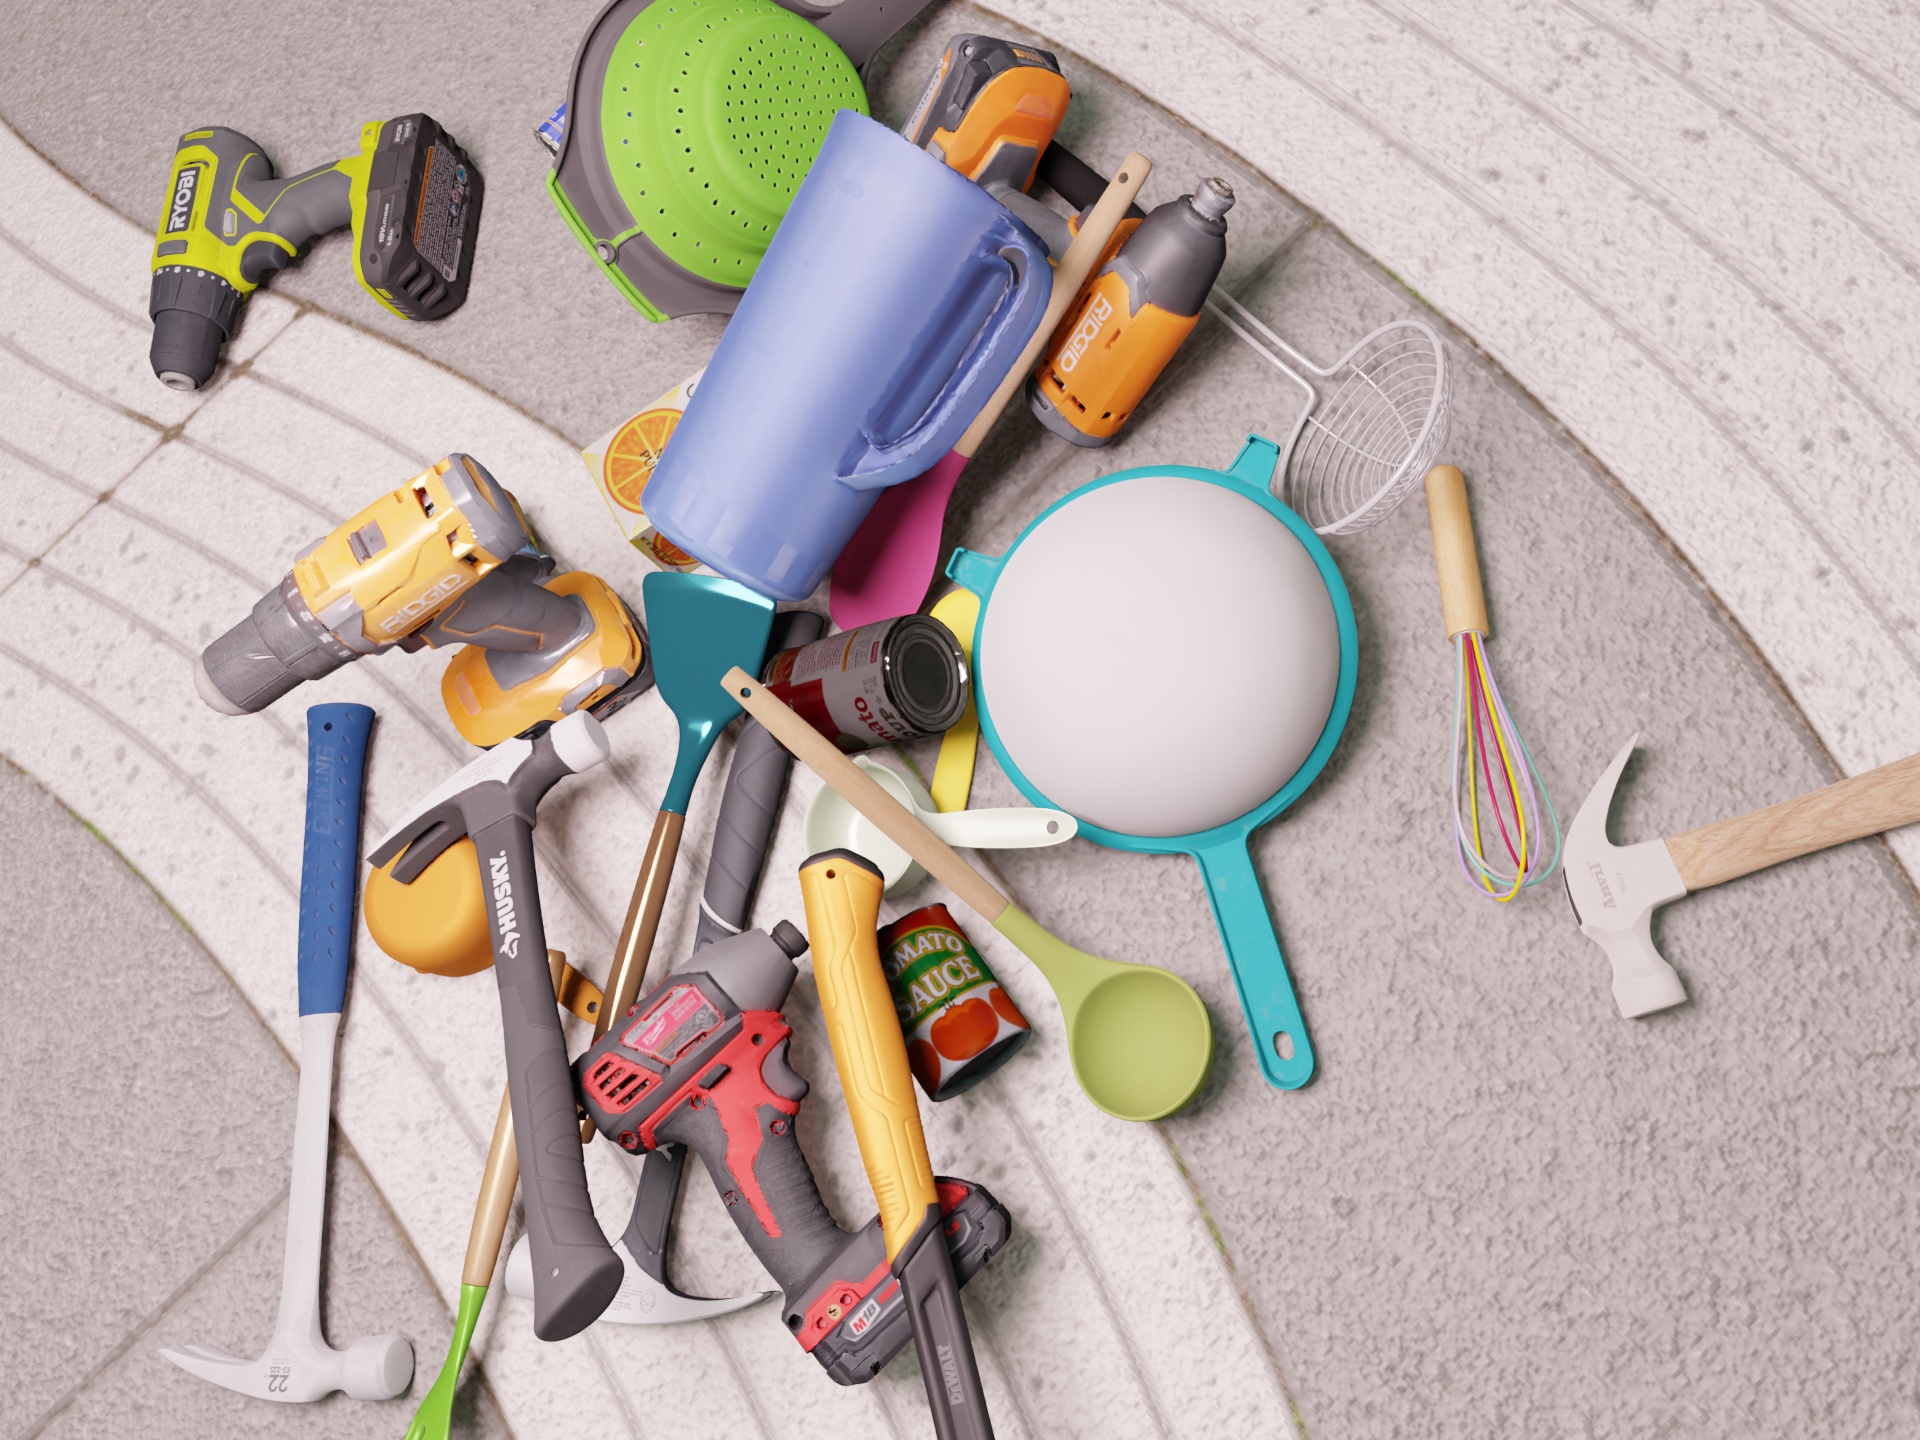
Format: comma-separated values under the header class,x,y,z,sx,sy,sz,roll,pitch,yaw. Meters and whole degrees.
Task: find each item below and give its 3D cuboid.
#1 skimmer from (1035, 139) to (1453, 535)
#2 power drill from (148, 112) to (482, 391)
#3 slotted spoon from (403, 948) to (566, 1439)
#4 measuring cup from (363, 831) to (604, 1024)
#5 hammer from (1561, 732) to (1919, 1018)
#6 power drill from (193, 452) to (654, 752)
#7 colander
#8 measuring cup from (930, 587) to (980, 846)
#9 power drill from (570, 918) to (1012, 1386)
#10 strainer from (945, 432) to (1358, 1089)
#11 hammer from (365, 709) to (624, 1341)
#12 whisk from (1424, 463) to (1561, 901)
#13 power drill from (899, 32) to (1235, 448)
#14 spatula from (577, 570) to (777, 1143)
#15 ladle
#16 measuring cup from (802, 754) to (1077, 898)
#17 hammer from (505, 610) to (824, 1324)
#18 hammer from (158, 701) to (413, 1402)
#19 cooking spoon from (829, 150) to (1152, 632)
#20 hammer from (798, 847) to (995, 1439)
class,x,y,z,sx,sy,sz,roll,pitch,yaw
skimmer,0.135,-0.245,0.910,0.364,0.090,0.127,48,119,24
power drill,-0.459,-0.326,1.101,0.228,0.080,0.191,-2,73,17
slotted spoon,-0.260,0.281,0.870,0.031,0.070,0.314,17,76,-23
measuring cup,-0.275,0.125,0.926,0.174,0.052,0.095,31,83,23
hammer,0.458,0.032,0.772,0.331,0.031,0.130,-20,70,8
power drill,-0.291,-0.041,0.888,0.185,0.226,0.084,-34,68,3
colander,-0.071,-0.407,0.969,0.397,0.204,0.094,-50,30,-20
measuring cup,-0.001,-0.003,0.905,0.062,0.029,0.157,6,74,17
power drill,-0.082,0.213,0.812,0.143,0.078,0.220,-42,76,-13
strainer,0.112,0.024,0.809,0.211,0.095,0.340,-20,79,16
hammer,-0.225,0.150,0.811,0.146,0.035,0.335,-28,51,8
whisk,0.272,-0.025,0.833,0.051,0.047,0.245,-10,68,20
power drill,0.059,-0.292,0.914,0.227,0.084,0.164,58,133,24
spatula,-0.172,0.074,0.884,0.082,0.044,0.318,10,76,12
ladle,0.000,0.083,0.808,0.320,0.062,0.078,41,95,-2
measuring cup,-0.007,0.060,0.865,0.167,0.038,0.083,-3,81,28
hammer,-0.135,0.130,0.899,0.149,0.036,0.409,8,76,16
hammer,-0.388,0.187,0.948,0.144,0.035,0.406,-7,72,13
cooking spoon,0.014,-0.172,0.889,0.069,0.017,0.318,46,117,24
hammer,-0.035,0.222,0.751,0.127,0.034,0.337,-13,69,-4
